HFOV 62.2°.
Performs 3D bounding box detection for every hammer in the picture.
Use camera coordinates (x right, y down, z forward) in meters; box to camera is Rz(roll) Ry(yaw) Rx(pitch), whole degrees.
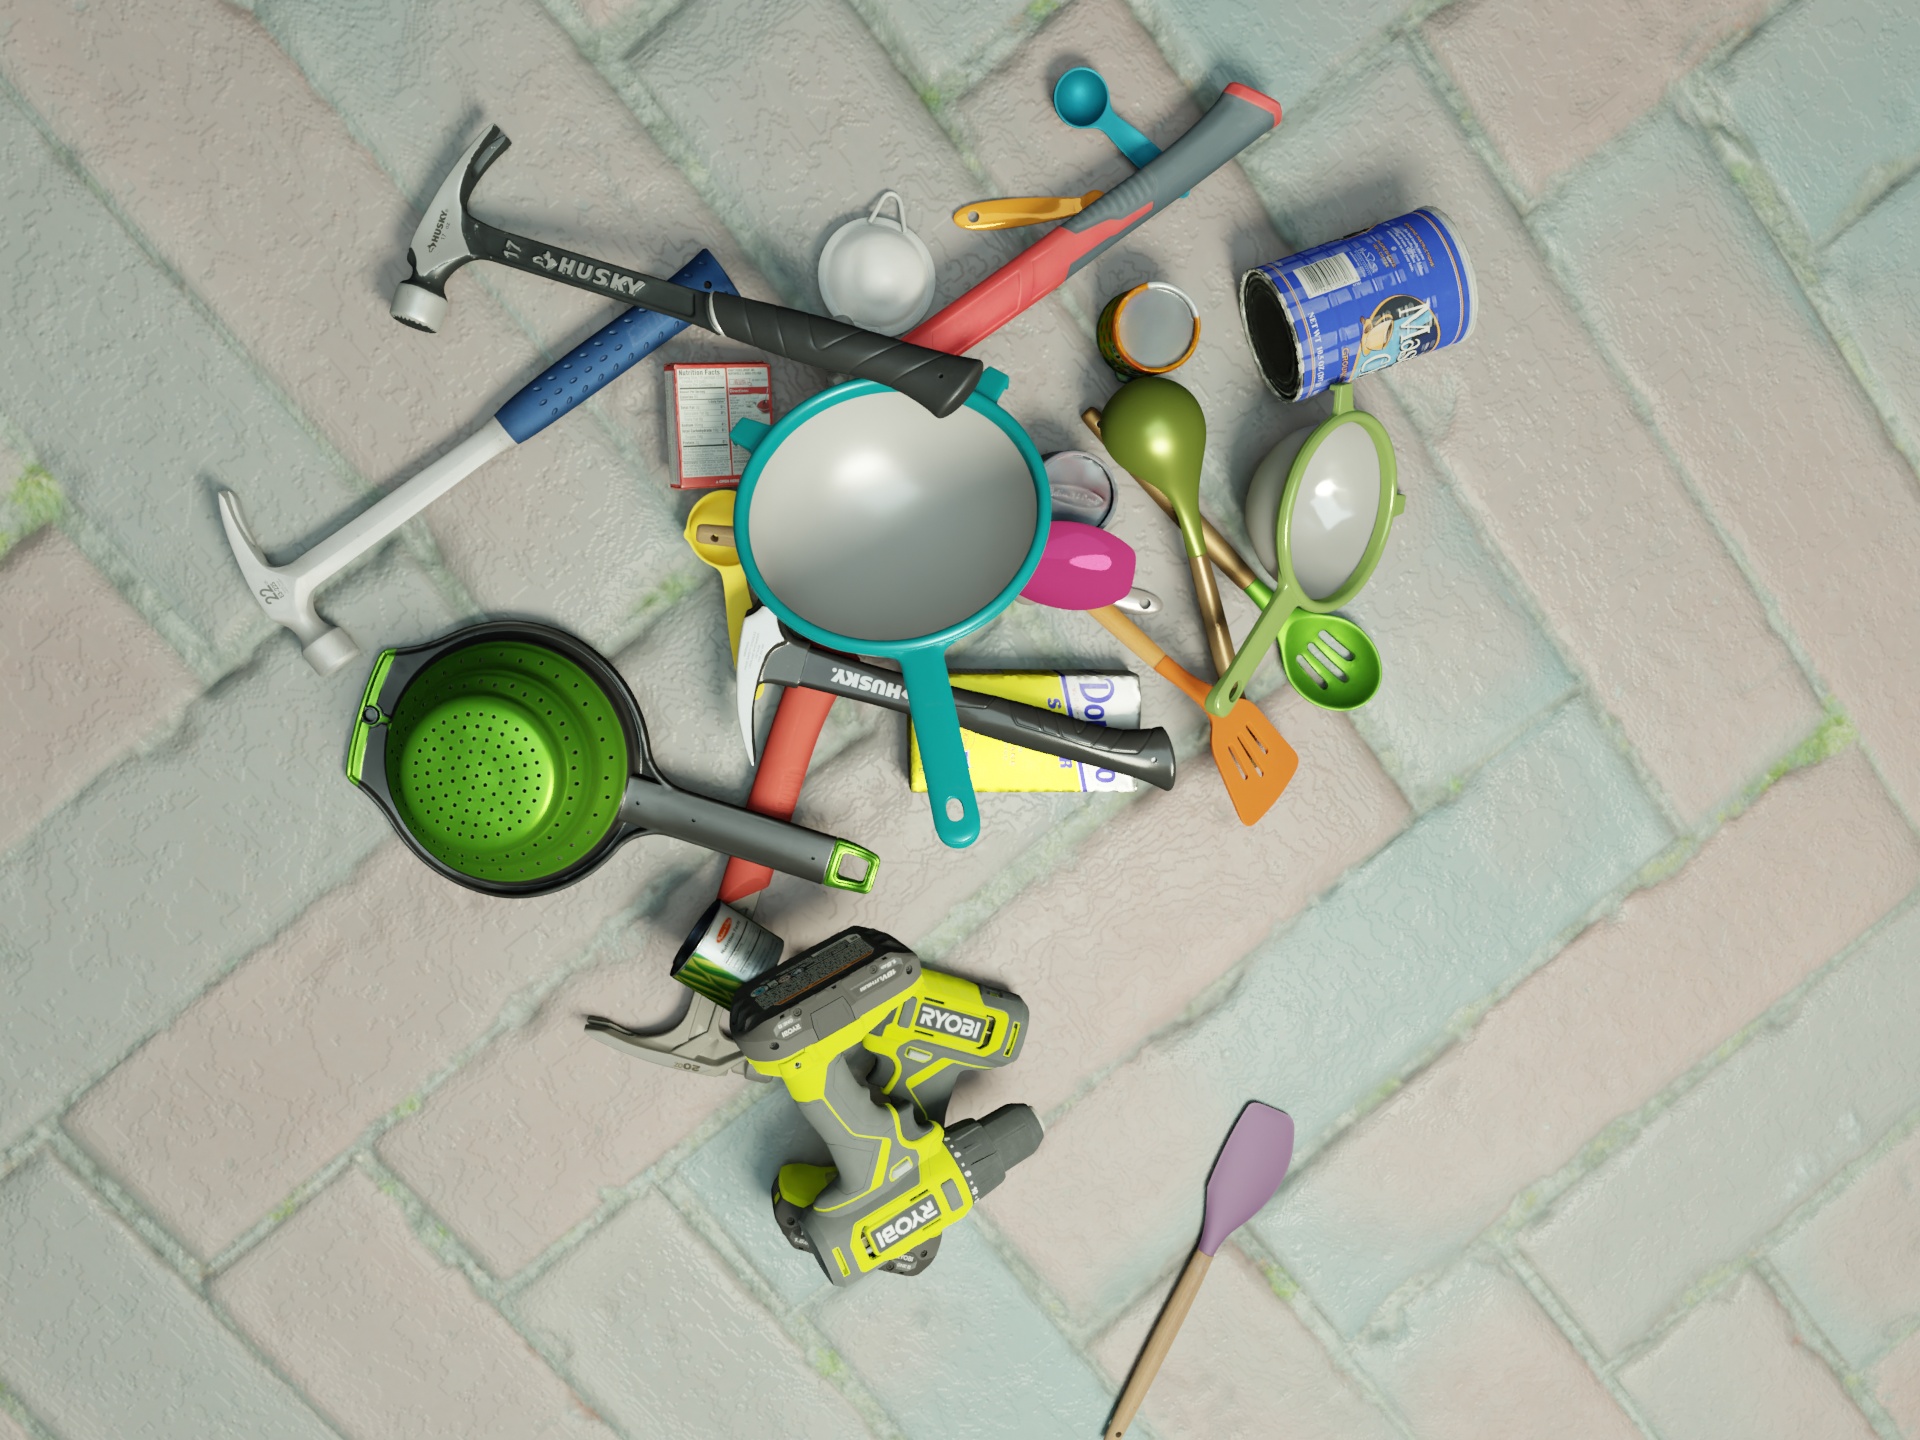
[{"bbox_3d":[-0.002,-0.004,1.160,0.334,0.035,0.146,15,94,-6],"label":"hammer"},{"bbox_3d":[-0.163,0.094,1.202,0.149,0.037,0.359,17,97,-10],"label":"hammer"},{"bbox_3d":[-0.336,-0.206,1.132,0.405,0.035,0.144,-36,102,-1],"label":"hammer"},{"bbox_3d":[-0.181,-0.286,1.079,0.409,0.036,0.149,18,88,8],"label":"hammer"},{"bbox_3d":[0.079,-0.324,1.151,0.386,0.038,0.143,-36,122,-6],"label":"hammer"}]

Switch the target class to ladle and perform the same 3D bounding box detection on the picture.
[{"bbox_3d":[0.178,-0.105,1.199,0.078,0.062,0.320,-27,116,-16],"label":"ladle"}]

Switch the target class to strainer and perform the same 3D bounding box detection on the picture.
[{"bbox_3d":[0.232,-0.117,1.178,0.256,0.069,0.151,-57,137,-12],"label":"strainer"},{"bbox_3d":[-0.030,-0.066,1.060,0.211,0.095,0.341,-12,68,-1],"label":"strainer"},{"bbox_3d":[-0.074,-0.256,1.158,0.087,0.050,0.258,11,101,-14],"label":"strainer"}]

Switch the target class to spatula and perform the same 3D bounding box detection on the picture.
[{"bbox_3d":[0.127,-0.056,1.194,0.322,0.041,0.081,42,60,2],"label":"spatula"},{"bbox_3d":[0.194,0.463,1.316,0.059,0.018,0.316,25,94,-11],"label":"spatula"}]

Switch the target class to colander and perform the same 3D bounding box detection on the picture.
[{"bbox_3d":[-0.251,0.057,1.128,0.397,0.094,0.204,17,95,-2],"label":"colander"}]

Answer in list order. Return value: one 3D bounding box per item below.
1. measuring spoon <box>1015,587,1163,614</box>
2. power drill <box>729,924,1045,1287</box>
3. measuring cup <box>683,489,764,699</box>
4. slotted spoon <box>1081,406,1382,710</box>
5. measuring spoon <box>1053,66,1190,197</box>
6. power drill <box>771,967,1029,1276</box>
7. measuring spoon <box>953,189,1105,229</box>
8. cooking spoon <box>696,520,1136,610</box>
[{"bbox_3d":[0.097,-0.097,1.214,0.124,0.018,0.034,9,97,-9],"label":"measuring spoon"},{"bbox_3d":[-0.051,0.268,1.143,0.190,0.080,0.228,-27,108,-18],"label":"power drill"},{"bbox_3d":[-0.165,-0.093,1.178,0.062,0.029,0.156,-9,102,-6],"label":"measuring cup"},{"bbox_3d":[0.206,-0.125,1.221,0.313,0.031,0.070,44,91,-10],"label":"slotted spoon"},{"bbox_3d":[0.118,-0.428,1.170,0.128,0.021,0.042,35,94,-20],"label":"measuring spoon"},{"bbox_3d":[-0.060,0.298,1.230,0.171,0.080,0.223,17,92,-11],"label":"power drill"},{"bbox_3d":[0.053,-0.375,1.168,0.117,0.011,0.021,-8,100,-6],"label":"measuring spoon"},{"bbox_3d":[-0.031,-0.120,1.151,0.319,0.017,0.068,5,118,-3],"label":"cooking spoon"}]
